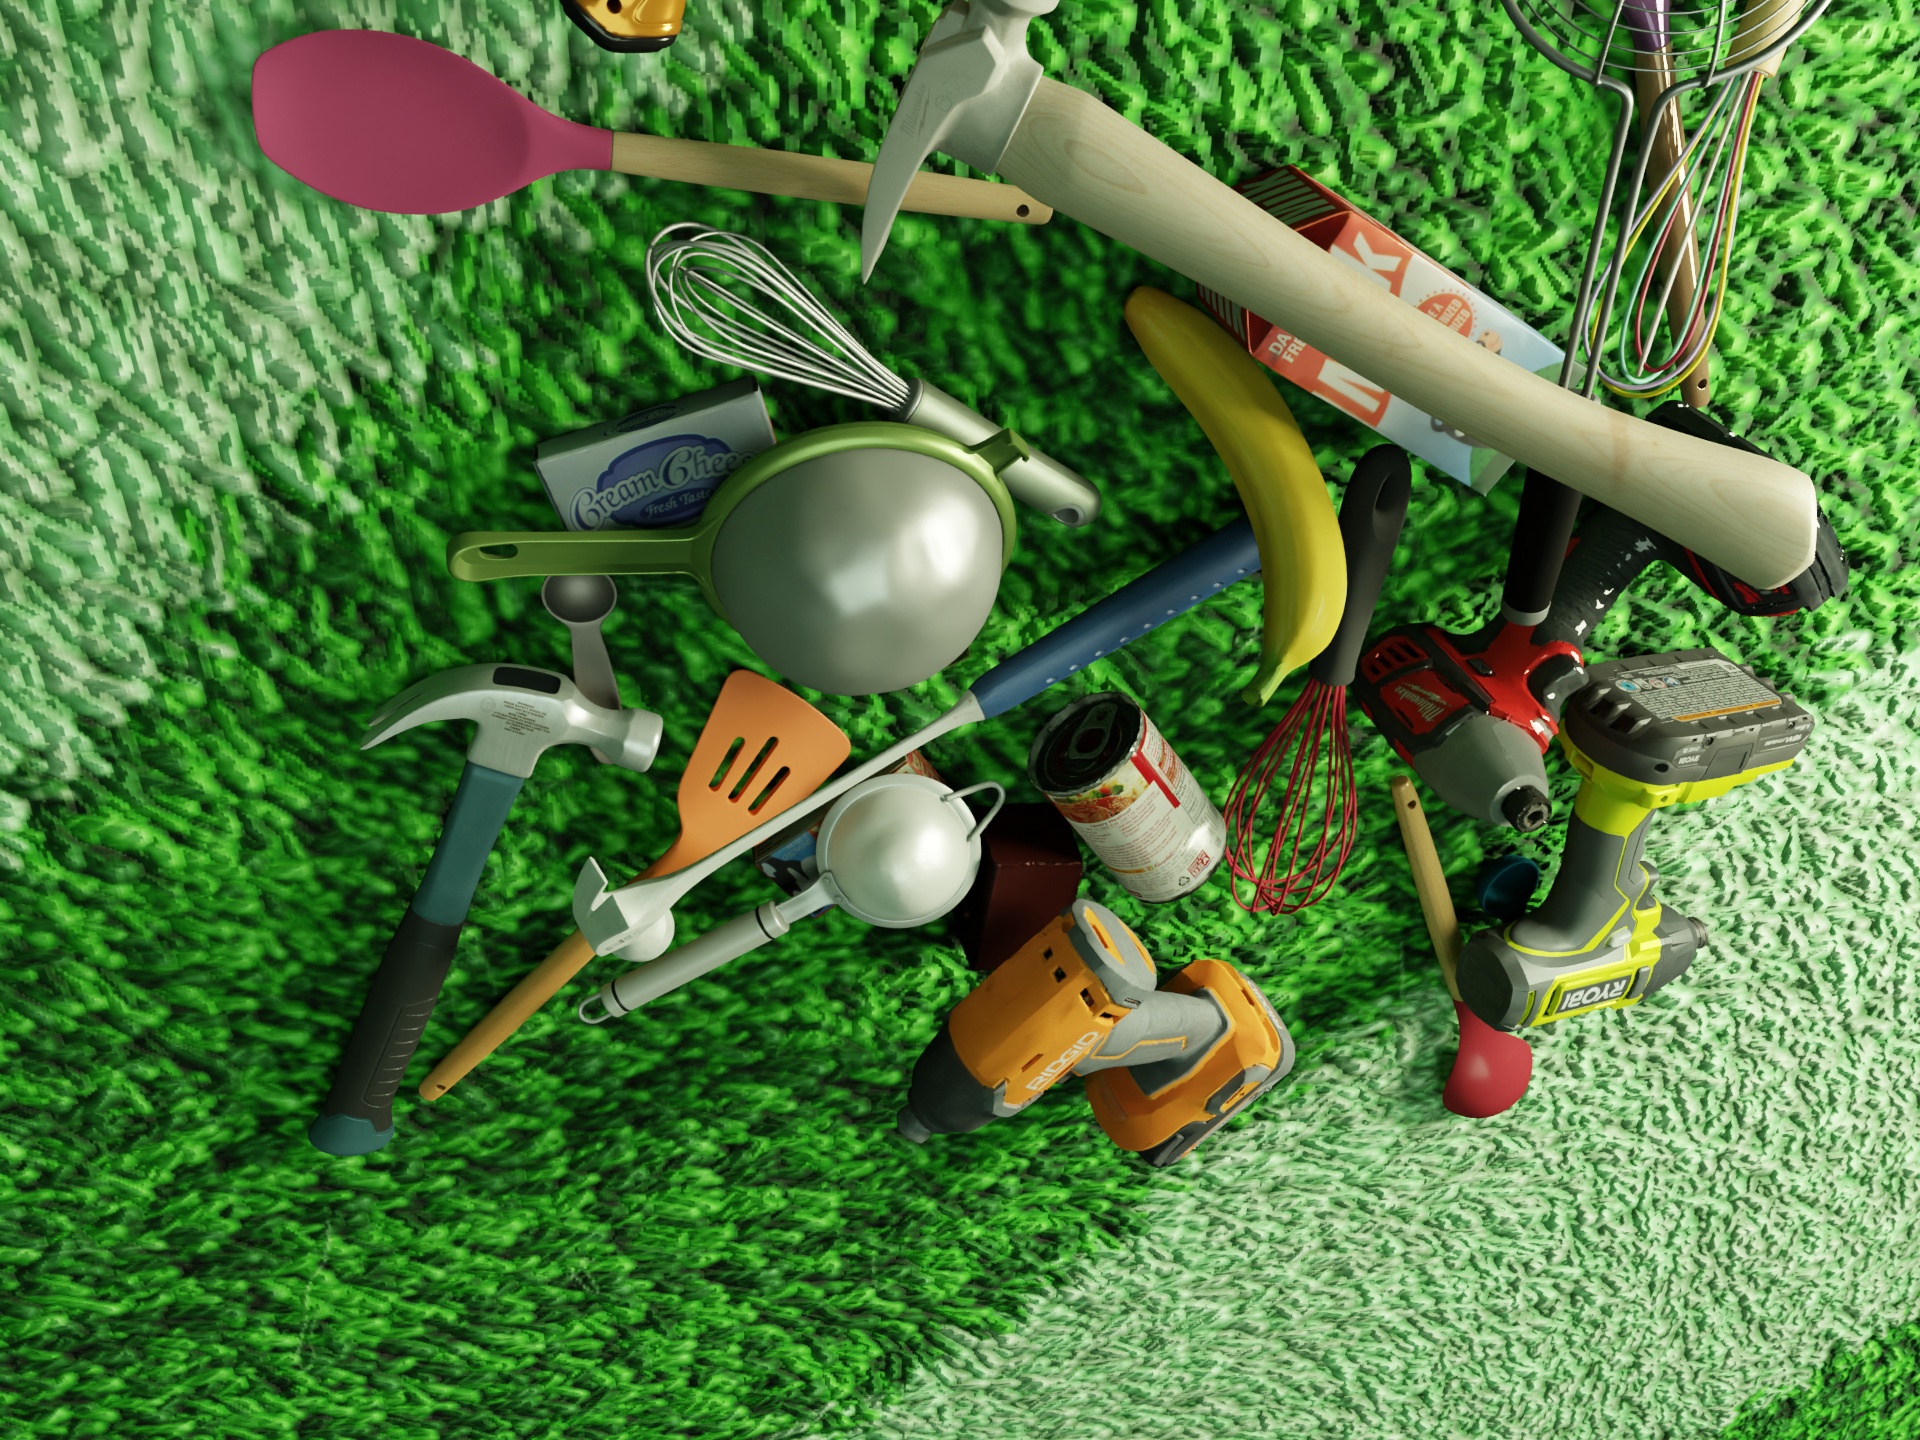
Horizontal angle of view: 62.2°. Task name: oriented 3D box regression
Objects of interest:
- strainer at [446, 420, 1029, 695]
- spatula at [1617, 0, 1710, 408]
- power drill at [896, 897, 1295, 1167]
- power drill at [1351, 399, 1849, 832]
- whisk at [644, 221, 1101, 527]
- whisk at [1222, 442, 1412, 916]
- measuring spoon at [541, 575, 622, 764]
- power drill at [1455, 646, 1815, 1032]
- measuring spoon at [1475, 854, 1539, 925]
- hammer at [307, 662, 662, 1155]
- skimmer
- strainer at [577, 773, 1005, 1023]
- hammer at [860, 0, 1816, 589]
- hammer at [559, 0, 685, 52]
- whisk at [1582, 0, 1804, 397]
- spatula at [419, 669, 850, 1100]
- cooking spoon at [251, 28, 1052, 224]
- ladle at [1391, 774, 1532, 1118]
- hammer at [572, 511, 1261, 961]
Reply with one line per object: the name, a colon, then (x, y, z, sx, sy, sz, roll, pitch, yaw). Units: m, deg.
strainer: (-0.094, -0.056, 0.705, 0.256, 0.069, 0.151, -2, 142, -16)
spatula: (0.311, -0.276, 0.712, 0.060, 0.018, 0.315, -27, 124, 0)
power drill: (0.074, 0.189, 0.890, 0.164, 0.084, 0.226, -44, 142, 16)
power drill: (0.313, -0.044, 0.794, 0.219, 0.143, 0.078, -41, 125, 12)
whisk: (-0.031, -0.146, 0.707, 0.246, 0.059, 0.058, 25, 151, -31)
whisk: (0.187, -0.009, 0.821, 0.073, 0.073, 0.295, -3, 128, -11)
measuring spoon: (-0.178, -0.029, 0.769, 0.034, 0.018, 0.124, -5, 131, -8)
power drill: (0.394, 0.075, 0.924, 0.171, 0.080, 0.223, -8, 126, -22)
measuring spoon: (0.339, 0.128, 0.990, 0.042, 0.021, 0.128, -28, 130, -9)
hammer: (-0.271, 0.108, 0.818, 0.128, 0.033, 0.331, 20, 118, -18)
skimmer: (0.262, -0.197, 0.652, 0.127, 0.090, 0.362, 5, 138, 12)
strainer: (-0.090, 0.102, 0.828, 0.258, 0.050, 0.086, -27, 108, 10)
hammer: (0.159, -0.151, 0.641, 0.410, 0.038, 0.146, 26, 134, -8)
hammer: (-0.027, -0.367, 0.524, 0.127, 0.034, 0.337, 34, 111, -31)
whisk: (0.341, -0.261, 0.697, 0.051, 0.047, 0.245, 8, 110, -24)
spatula: (-0.189, 0.103, 0.847, 0.081, 0.041, 0.322, 35, 114, -31)
cooking spoon: (-0.115, -0.227, 0.645, 0.318, 0.017, 0.068, 3, 124, -14)
ladle: (0.310, 0.152, 0.994, 0.069, 0.031, 0.315, -29, 123, -4)
hammer: (-0.001, -0.002, 0.753, 0.405, 0.144, 0.035, -31, 81, -6)
